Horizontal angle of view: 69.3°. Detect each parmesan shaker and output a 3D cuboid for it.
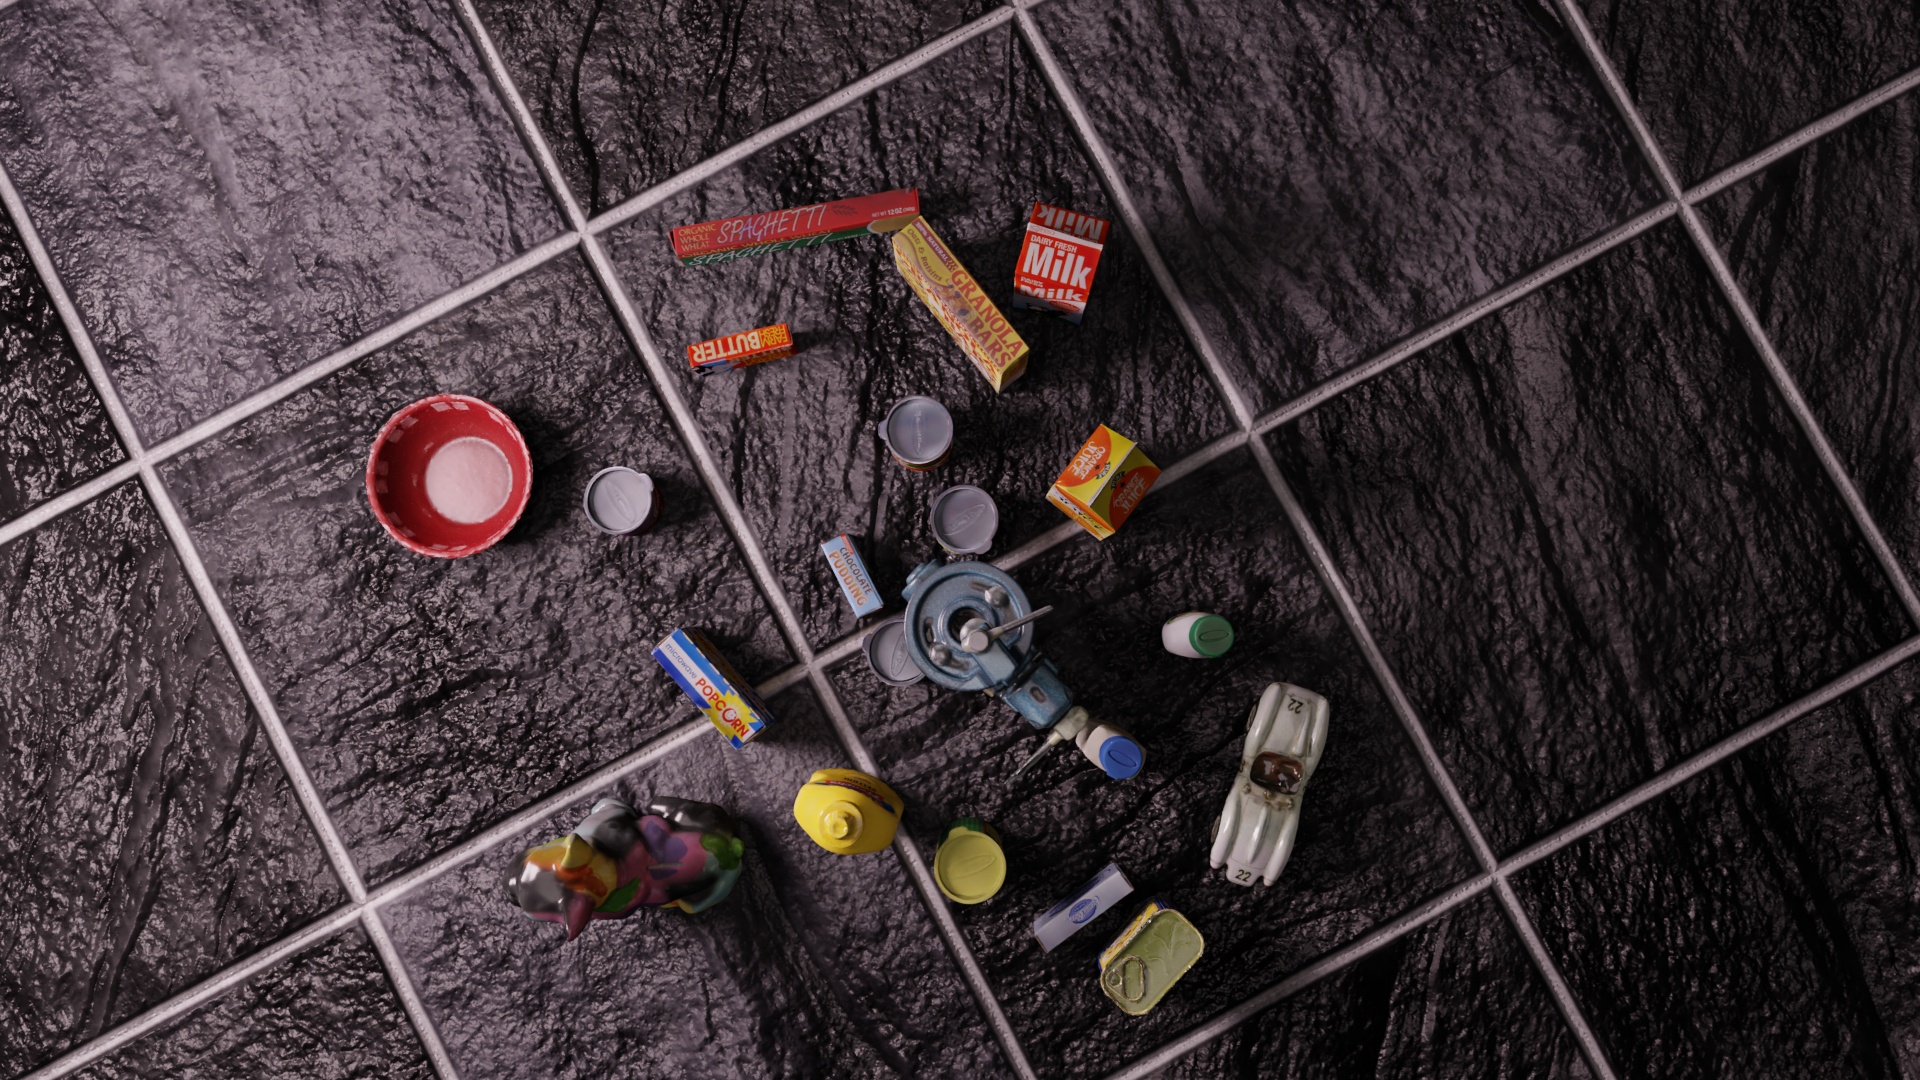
[{"bbox_3d":[0.009,0.300,1.325,0.071,0.103,0.071,0,87,0],"label":"parmesan shaker"}]

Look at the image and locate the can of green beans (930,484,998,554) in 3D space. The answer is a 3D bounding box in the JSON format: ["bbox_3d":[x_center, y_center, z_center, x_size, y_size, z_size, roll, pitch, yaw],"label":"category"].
[{"bbox_3d":[0.004,-0.019,1.368,0.071,0.058,0.071,0,87,0],"label":"can of green beans"}]

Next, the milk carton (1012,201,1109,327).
[{"bbox_3d":[0.094,-0.264,1.318,0.072,0.190,0.073,16,87,1],"label":"milk carton"}]

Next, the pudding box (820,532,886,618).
[{"bbox_3d":[-0.104,0.035,1.369,0.030,0.049,0.083,-27,87,-1],"label":"pudding box"}]

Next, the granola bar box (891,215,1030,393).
[{"bbox_3d":[0.002,-0.226,1.349,0.039,0.124,0.165,-39,87,-2],"label":"granola bar box"}]

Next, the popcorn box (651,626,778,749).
[{"bbox_3d":[-0.236,0.141,1.345,0.038,0.085,0.127,-42,87,-2],"label":"popcorn box"}]

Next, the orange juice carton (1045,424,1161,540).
[{"bbox_3d":[0.134,-0.053,1.303,0.073,0.192,0.072,38,88,2],"label":"orange juice carton"}]

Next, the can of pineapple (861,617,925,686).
[{"bbox_3d":[-0.059,0.107,1.360,0.071,0.058,0.071,0,87,0],"label":"can of pineapple"}]

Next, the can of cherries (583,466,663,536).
[{"bbox_3d":[-0.329,-0.038,1.370,0.071,0.058,0.071,0,87,0],"label":"can of cherries"}]

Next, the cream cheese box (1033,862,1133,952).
[{"bbox_3d":[0.118,0.355,1.346,0.104,0.053,0.024,-36,87,-2],"label":"cream cheese box"}]

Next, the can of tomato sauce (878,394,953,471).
[{"bbox_3d":[-0.042,-0.103,1.361,0.071,0.083,0.071,0,87,0],"label":"can of tomato sauce"}]

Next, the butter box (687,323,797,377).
[{"bbox_3d":[-0.216,-0.190,1.382,0.103,0.053,0.024,-13,87,-1],"label":"butter box"}]

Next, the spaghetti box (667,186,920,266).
[{"bbox_3d":[-0.163,-0.314,1.392,0.250,0.050,0.028,-10,87,-1],"label":"spaghetti box"}]

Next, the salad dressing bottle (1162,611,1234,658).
[{"bbox_3d":[0.229,0.090,1.316,0.064,0.147,0.044,-7,87,0],"label":"salad dressing bottle"}]

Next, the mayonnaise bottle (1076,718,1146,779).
[{"bbox_3d":[0.145,0.198,1.309,0.065,0.148,0.041,27,87,2],"label":"mayonnaise bottle"}]
